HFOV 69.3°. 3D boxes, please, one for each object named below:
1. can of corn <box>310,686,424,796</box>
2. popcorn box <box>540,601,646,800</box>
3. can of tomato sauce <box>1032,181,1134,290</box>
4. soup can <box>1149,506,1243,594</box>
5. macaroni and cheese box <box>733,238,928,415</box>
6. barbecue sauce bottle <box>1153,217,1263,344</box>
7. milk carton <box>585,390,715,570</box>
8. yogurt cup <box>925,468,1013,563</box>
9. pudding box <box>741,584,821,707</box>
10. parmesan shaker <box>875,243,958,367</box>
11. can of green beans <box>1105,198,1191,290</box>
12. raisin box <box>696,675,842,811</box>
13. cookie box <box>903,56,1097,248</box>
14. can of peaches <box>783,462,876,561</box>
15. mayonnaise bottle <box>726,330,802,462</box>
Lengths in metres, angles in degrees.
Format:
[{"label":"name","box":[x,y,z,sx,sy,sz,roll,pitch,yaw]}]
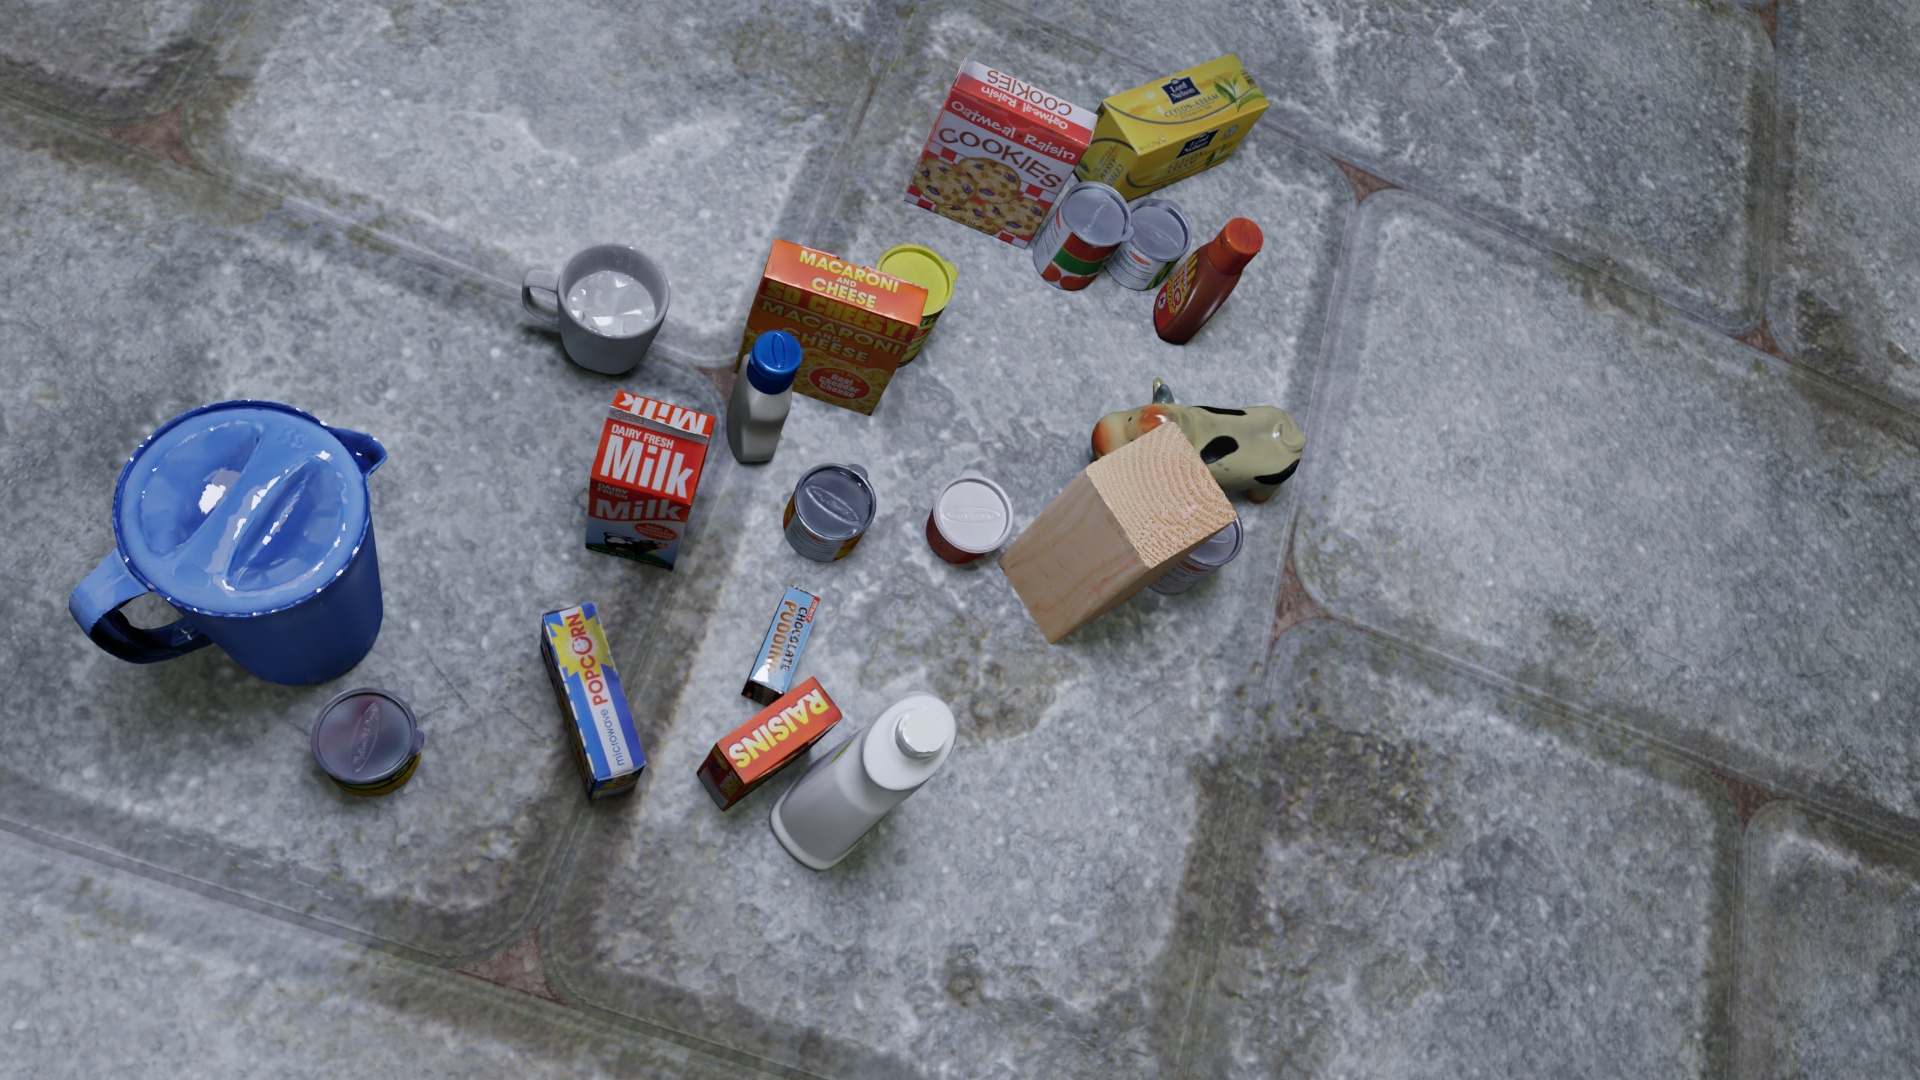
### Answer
[{"label":"can of corn","box":[-0.406,0.140,0.960,0.071,0.058,0.071,6,69,-15]},{"label":"popcorn box","box":[-0.266,0.117,0.998,0.038,0.085,0.127,-16,76,-22]},{"label":"can of tomato sauce","box":[0.111,-0.275,1.264,0.071,0.082,0.071,6,69,-15]},{"label":"soup can","box":[0.194,0.001,1.187,0.071,0.083,0.071,6,69,-15]},{"label":"macaroni and cheese box","box":[-0.107,-0.167,1.109,0.124,0.165,0.040,17,67,-11]},{"label":"barbecue sauce bottle","box":[0.222,-0.236,1.248,0.044,0.148,0.065,13,68,-13]},{"label":"milk carton","box":[-0.227,-0.048,1.013,0.072,0.189,0.074,16,67,-11]},{"label":"yogurt cup","box":[0.004,-0.014,1.149,0.072,0.053,0.072,6,69,-15]},{"label":"pudding box","box":[-0.138,0.082,1.071,0.030,0.049,0.084,24,65,-8]},{"label":"parmesan shaker","box":[-0.049,-0.196,1.173,0.071,0.102,0.071,6,69,-15]},{"label":"can of green beans","box":[0.174,-0.276,1.298,0.071,0.057,0.071,6,69,-15]},{"label":"raisin box","box":[-0.140,0.149,1.005,0.086,0.123,0.040,-33,83,-25]},{"label":"cookie box","box":[0.031,-0.333,1.214,0.123,0.166,0.040,21,66,-9]},{"label":"can of peaches","box":[-0.104,-0.024,1.116,0.071,0.058,0.071,6,69,-15]},{"label":"mayonnaise bottle","box":[-0.154,-0.114,1.085,0.041,0.147,0.065,-4,72,-19]}]
